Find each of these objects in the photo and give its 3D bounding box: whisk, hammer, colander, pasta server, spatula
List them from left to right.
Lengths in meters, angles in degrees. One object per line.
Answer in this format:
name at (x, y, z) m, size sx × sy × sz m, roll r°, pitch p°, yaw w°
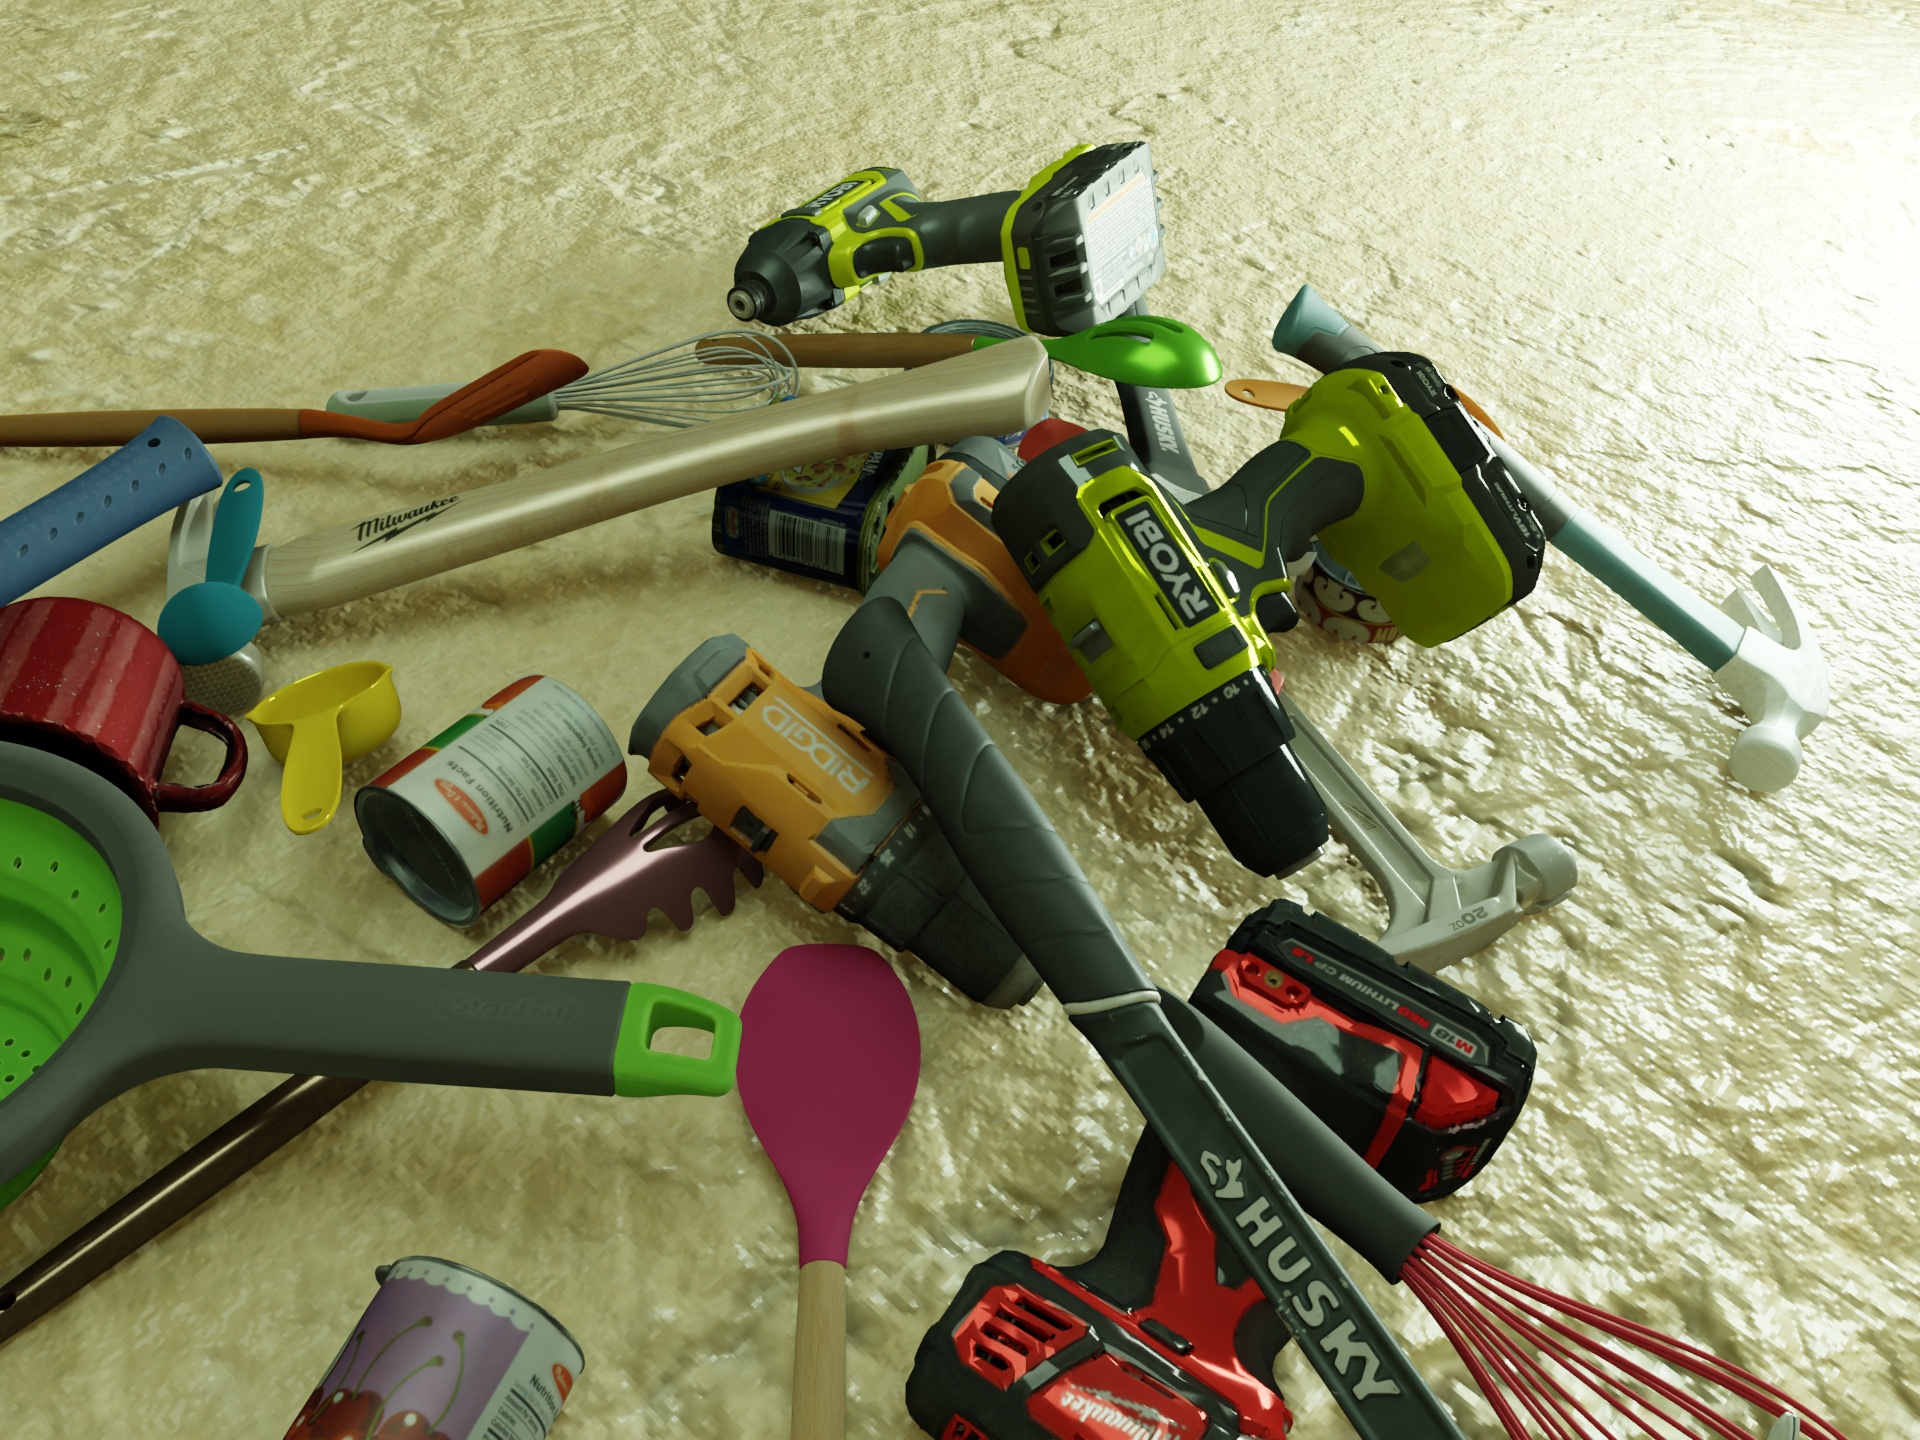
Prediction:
hammer at (-0.466, 0.001, 0.616) m, size 0.144 × 0.035 × 0.405 m, roll 31°, pitch 55°, yaw 21°
colander at (-0.270, 0.112, 0.511) m, size 0.397 × 0.094 × 0.205 m, roll 5°, pitch 41°, yaw -3°
spatula at (-0.348, -0.155, 0.787) m, size 0.322 × 0.041 × 0.081 m, roll -1°, pitch 5°, yaw 2°
pasta server at (-0.197, 0.113, 0.576) m, size 0.060 × 0.040 × 0.316 m, roll 36°, pitch 55°, yaw 25°
whisk at (-0.208, -0.173, 0.842) m, size 0.246 × 0.059 × 0.058 m, roll -6°, pitch 34°, yaw -7°
hammer at (-0.159, -0.118, 0.742) m, size 0.410 × 0.038 × 0.146 m, roll -17°, pitch 48°, yaw -7°
hammer at (0.104, -0.183, 0.873) m, size 0.146 × 0.035 × 0.335 m, roll 14°, pitch 35°, yaw -11°
hammer at (0.060, 0.098, 0.481) m, size 0.149 × 0.036 × 0.409 m, roll -42°, pitch 53°, yaw 9°
hammer at (0.116, -0.026, 0.748) m, size 0.149 × 0.036 × 0.359 m, roll -17°, pitch 50°, yaw -23°
whisk at (0.145, 0.165, 0.452) m, size 0.073 × 0.073 × 0.296 m, roll -30°, pitch 52°, yaw -32°
hammer at (0.290, -0.107, 0.796) m, size 0.331 × 0.033 × 0.128 m, roll 40°, pitch 48°, yaw 7°

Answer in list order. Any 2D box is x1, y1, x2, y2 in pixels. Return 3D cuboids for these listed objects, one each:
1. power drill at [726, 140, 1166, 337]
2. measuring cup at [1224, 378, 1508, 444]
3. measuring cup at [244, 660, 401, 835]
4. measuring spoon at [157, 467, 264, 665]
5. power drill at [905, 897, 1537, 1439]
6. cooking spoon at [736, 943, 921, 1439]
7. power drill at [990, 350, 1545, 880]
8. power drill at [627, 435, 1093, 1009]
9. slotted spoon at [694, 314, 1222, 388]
power drill at (-0.012, -0.268, 0.904) m, size 0.223 × 0.080 × 0.171 m, roll 7°, pitch 37°, yaw 30°
measuring cup at (0.206, -0.146, 0.845) m, size 0.173 × 0.052 × 0.095 m, roll 6°, pitch 52°, yaw -20°
measuring cup at (-0.247, 0.018, 0.621) m, size 0.062 × 0.029 × 0.157 m, roll -20°, pitch 28°, yaw -11°
measuring spoon at (-0.320, -0.075, 0.686) m, size 0.042 × 0.021 × 0.129 m, roll -11°, pitch 48°, yaw -2°
power drill at (0.098, 0.175, 0.521) m, size 0.143 × 0.078 × 0.220 m, roll 29°, pitch 51°, yaw 20°
cooking spoon at (-0.045, 0.202, 0.512) m, size 0.068 × 0.017 × 0.319 m, roll 2°, pitch 45°, yaw -5°
power drill at (0.144, -0.054, 0.680) m, size 0.228 × 0.080 × 0.190 m, roll -28°, pitch 82°, yaw -33°
power drill at (-0.001, -0.002, 0.667) m, size 0.185 × 0.084 × 0.226 m, roll 39°, pitch 50°, yaw 2°
slotted spoon at (-0.014, -0.194, 0.836) m, size 0.314 × 0.031 × 0.070 m, roll 7°, pitch 31°, yaw 29°
